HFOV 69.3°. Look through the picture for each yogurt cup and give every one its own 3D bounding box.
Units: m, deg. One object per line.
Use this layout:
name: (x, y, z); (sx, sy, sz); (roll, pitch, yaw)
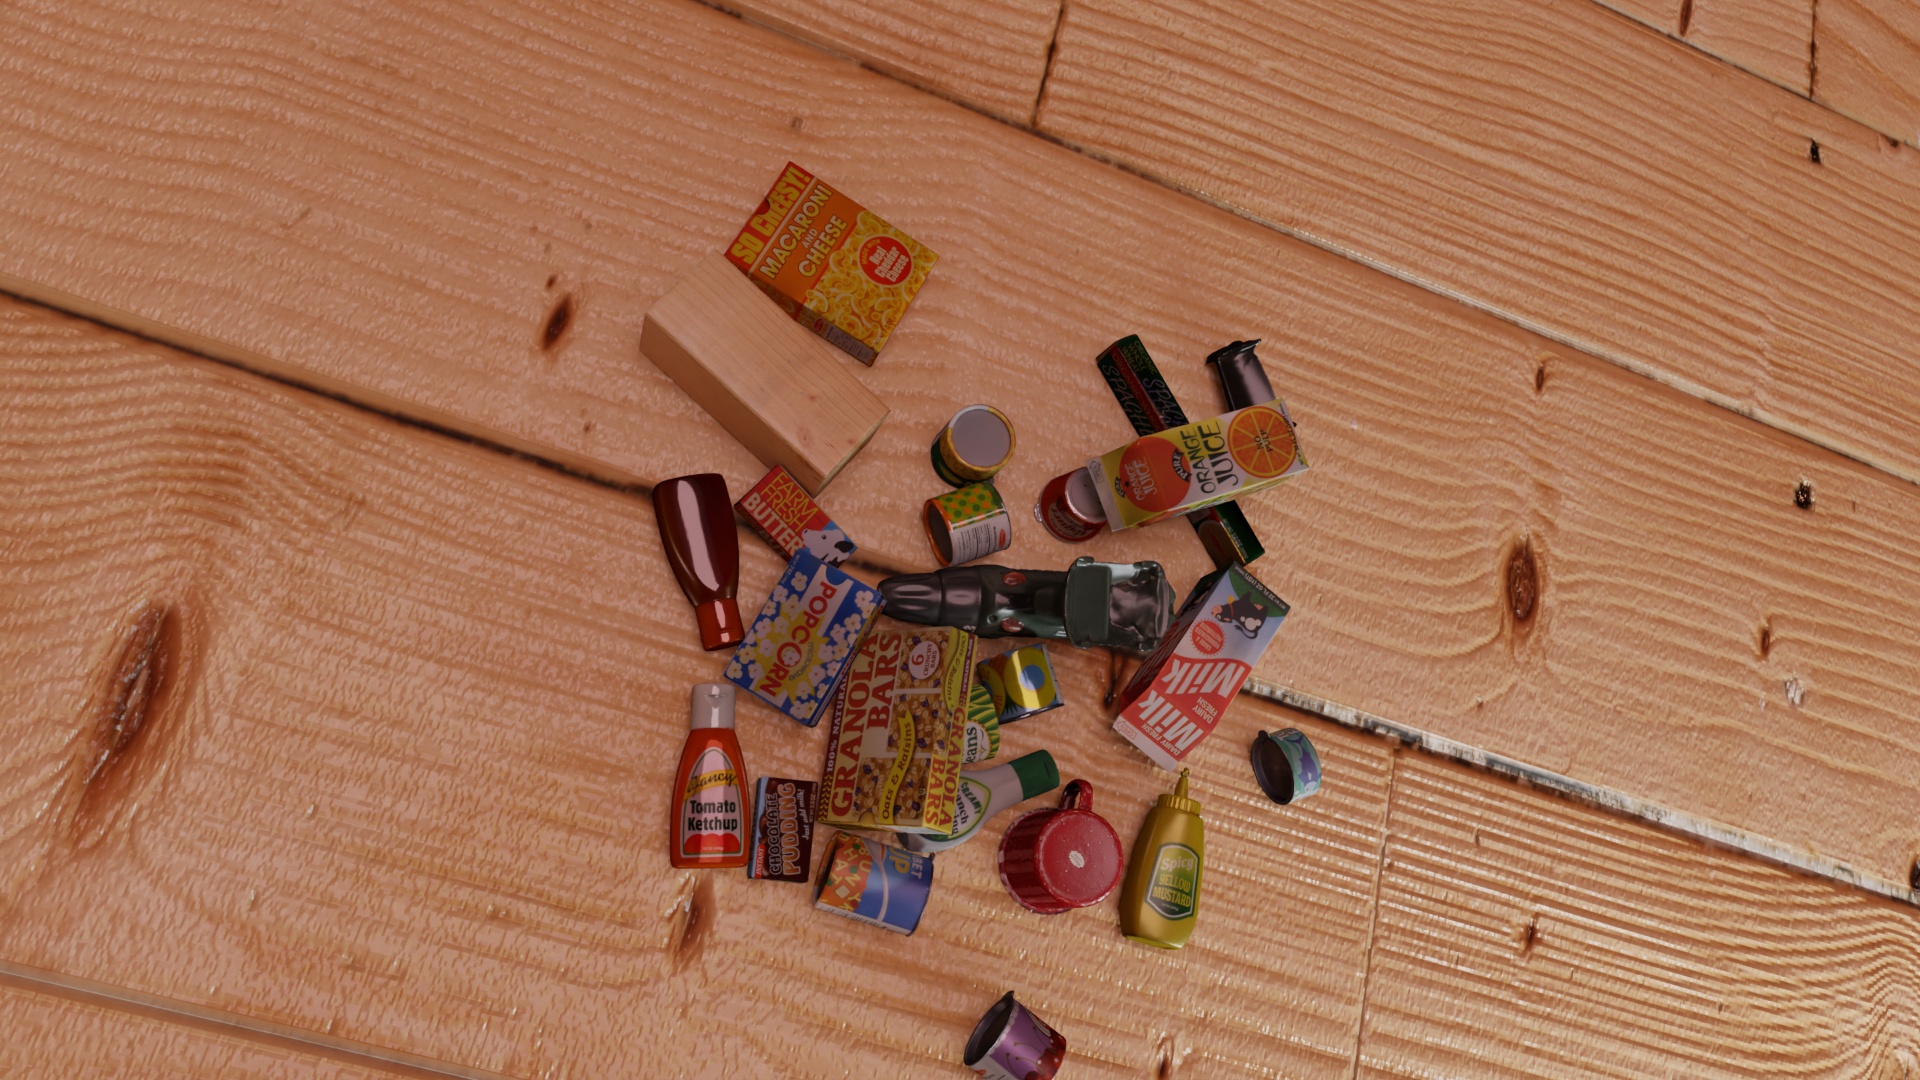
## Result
yogurt cup: (0.113, -0.036, 1.298); (0.072, 0.053, 0.072); (5, 74, -17)

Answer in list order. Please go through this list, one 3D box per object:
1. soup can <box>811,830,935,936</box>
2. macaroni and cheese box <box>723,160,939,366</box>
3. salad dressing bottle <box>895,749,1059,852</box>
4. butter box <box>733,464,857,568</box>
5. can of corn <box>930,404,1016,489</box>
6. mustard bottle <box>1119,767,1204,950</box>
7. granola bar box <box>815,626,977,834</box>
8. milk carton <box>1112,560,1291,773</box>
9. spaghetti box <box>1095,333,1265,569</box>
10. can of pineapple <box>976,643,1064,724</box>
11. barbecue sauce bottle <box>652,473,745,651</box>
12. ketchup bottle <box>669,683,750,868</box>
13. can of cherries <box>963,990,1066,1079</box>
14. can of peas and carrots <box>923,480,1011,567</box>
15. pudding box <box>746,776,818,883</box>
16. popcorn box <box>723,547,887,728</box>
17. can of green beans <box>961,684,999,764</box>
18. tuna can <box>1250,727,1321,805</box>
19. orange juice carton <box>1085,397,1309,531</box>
soup can: (-0.072, 0.279, 1.145); (0.084, 0.071, 0.071); (20, 70, -11)
macaroni and cheese box: (-0.121, -0.259, 1.295); (0.166, 0.040, 0.124); (32, 68, -7)
salad dressing bottle: (0.014, 0.221, 1.200); (0.148, 0.044, 0.064); (-18, 80, -21)
butter box: (-0.144, -0.012, 1.219); (0.103, 0.024, 0.053); (47, 67, -12)
can of corn: (0.013, -0.084, 1.278); (0.071, 0.058, 0.071); (4, 74, -16)
mustard bottle: (0.185, 0.278, 1.234); (0.065, 0.048, 0.161); (18, 71, -13)
granola bar box: (-0.054, 0.157, 1.156); (0.039, 0.124, 0.166); (26, 65, -45)
milk carton: (0.215, 0.117, 1.275); (0.072, 0.073, 0.191); (39, 68, -4)
spaghetti box: (0.211, -0.083, 1.343); (0.029, 0.050, 0.250); (-27, 84, -23)
can of pineapple: (0.051, 0.128, 1.226); (0.071, 0.070, 0.058); (-13, 79, -20)
barbecue sauce bottle: (-0.217, 0.019, 1.186); (0.065, 0.043, 0.148); (-10, 79, -26)
ketchup bottle: (-0.205, 0.193, 1.142); (0.065, 0.043, 0.149); (3, 74, -15)
can of cherries: (0.047, 0.417, 1.143); (0.058, 0.071, 0.072); (39, 68, -4)
can of peas and carrots: (0.004, -0.016, 1.254); (0.059, 0.070, 0.071); (-18, 81, -20)
pudding box: (-0.148, 0.240, 1.153); (0.050, 0.030, 0.084); (9, 72, -14)
popcorn box: (-0.130, 0.082, 1.170); (0.085, 0.038, 0.127); (29, 84, 13)
can of green beans: (-0.004, 0.161, 1.199); (0.058, 0.071, 0.071); (-8, 78, -19)
tuna can: (0.300, 0.205, 1.280); (0.033, 0.071, 0.071); (-14, 80, -21)
orange juice carton: (0.212, -0.066, 1.272); (0.193, 0.073, 0.072); (-16, 82, -16)
